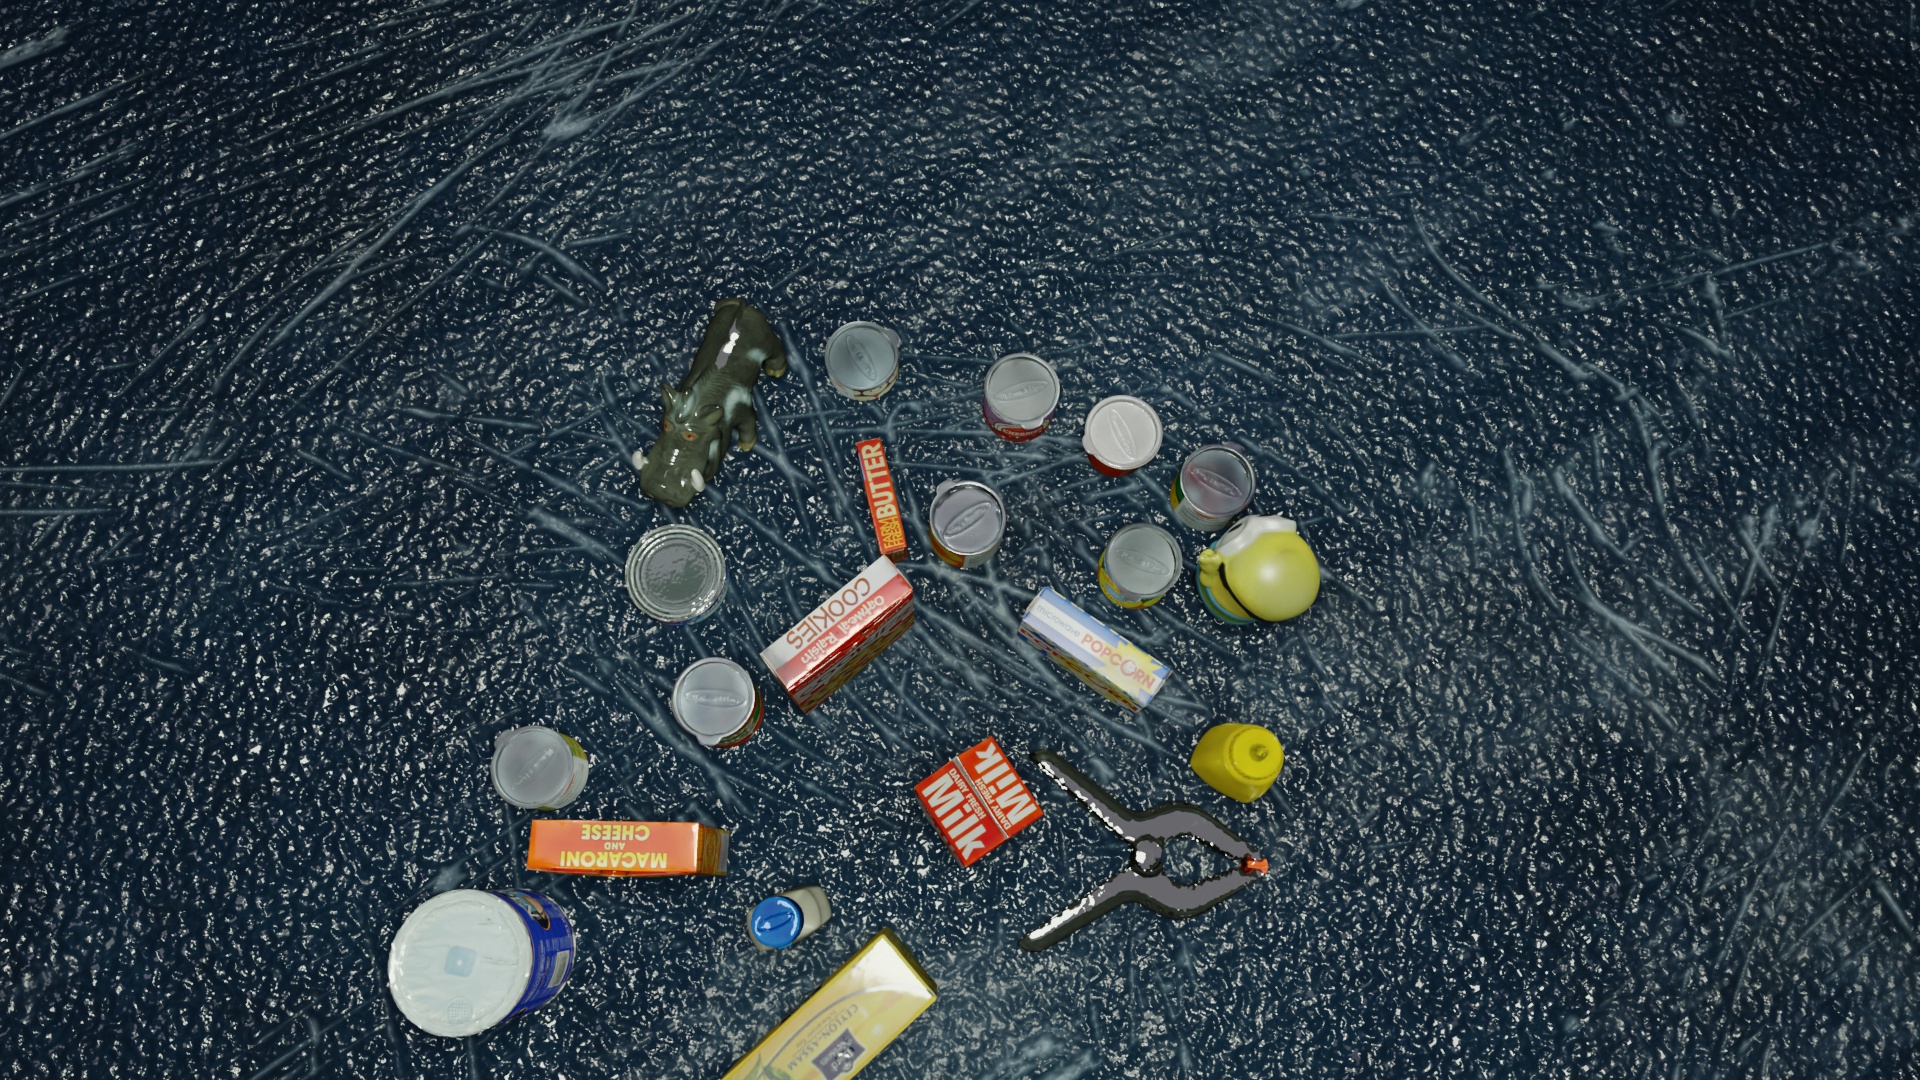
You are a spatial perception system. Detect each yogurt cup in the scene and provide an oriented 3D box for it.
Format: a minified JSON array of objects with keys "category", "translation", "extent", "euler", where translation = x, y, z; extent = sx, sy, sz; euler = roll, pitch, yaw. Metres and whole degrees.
[{"category":"yogurt cup","translation":[0.142,-0.089,1.235],"extent":[0.072,0.054,0.072],"euler":[0,76,-2]}]

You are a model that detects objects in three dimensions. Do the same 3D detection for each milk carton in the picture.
[{"category":"milk carton","translation":[0.013,0.206,1.086],"extent":[0.073,0.190,0.072],"euler":[-33,80,-9]}]

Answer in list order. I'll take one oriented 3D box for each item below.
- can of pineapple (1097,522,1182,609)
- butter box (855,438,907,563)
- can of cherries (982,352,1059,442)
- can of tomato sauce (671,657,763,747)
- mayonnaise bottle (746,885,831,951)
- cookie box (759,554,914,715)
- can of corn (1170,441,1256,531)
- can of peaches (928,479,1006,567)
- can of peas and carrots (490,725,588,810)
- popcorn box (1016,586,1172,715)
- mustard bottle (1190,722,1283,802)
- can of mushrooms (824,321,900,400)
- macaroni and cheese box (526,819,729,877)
[{"category":"can of pineapple","translation":[0.153,0.024,1.205],"extent":[0.071,0.057,0.071],"euler":[0,76,-2]},{"category":"butter box","translation":[-0.069,-0.033,1.214],"extent":[0.024,0.053,0.103],"euler":[-13,77,-5]},{"category":"can of cherries","translation":[0.053,-0.124,1.238],"extent":[0.071,0.058,0.071],"euler":[0,76,-2]},{"category":"can of tomato sauce","translation":[-0.199,0.138,1.152],"extent":[0.071,0.083,0.071],"euler":[0,76,-2]},{"category":"mayonnaise bottle","translation":[-0.136,0.294,1.081],"extent":[0.065,0.147,0.041],"euler":[-21,78,-7]},{"category":"cookie box","translation":[-0.095,0.081,1.126],"extent":[0.123,0.167,0.040],"euler":[-39,81,-10]},{"category":"can of corn","translation":[0.223,-0.048,1.225],"extent":[0.071,0.058,0.071],"euler":[0,76,-2]},{"category":"can of peaches","translation":[0.004,-0.015,1.210],"extent":[0.071,0.058,0.071],"euler":[0,76,-2]},{"category":"can of peas and carrots","translation":[-0.348,0.187,1.147],"extent":[0.071,0.058,0.071],"euler":[0,76,-2]},{"category":"popcorn box","translation":[0.110,0.094,1.172],"extent":[0.127,0.085,0.038],"euler":[34,78,6]},{"category":"mustard bottle","translation":[0.229,0.176,1.117],"extent":[0.065,0.160,0.049],"euler":[34,78,6]},{"category":"can of mushrooms","translation":[-0.087,-0.163,1.256],"extent":[0.071,0.033,0.071],"euler":[0,76,-2]},{"category":"macaroni and cheese box","translation":[-0.252,0.241,1.081],"extent":[0.124,0.166,0.040],"euler":[1,76,-1]}]
